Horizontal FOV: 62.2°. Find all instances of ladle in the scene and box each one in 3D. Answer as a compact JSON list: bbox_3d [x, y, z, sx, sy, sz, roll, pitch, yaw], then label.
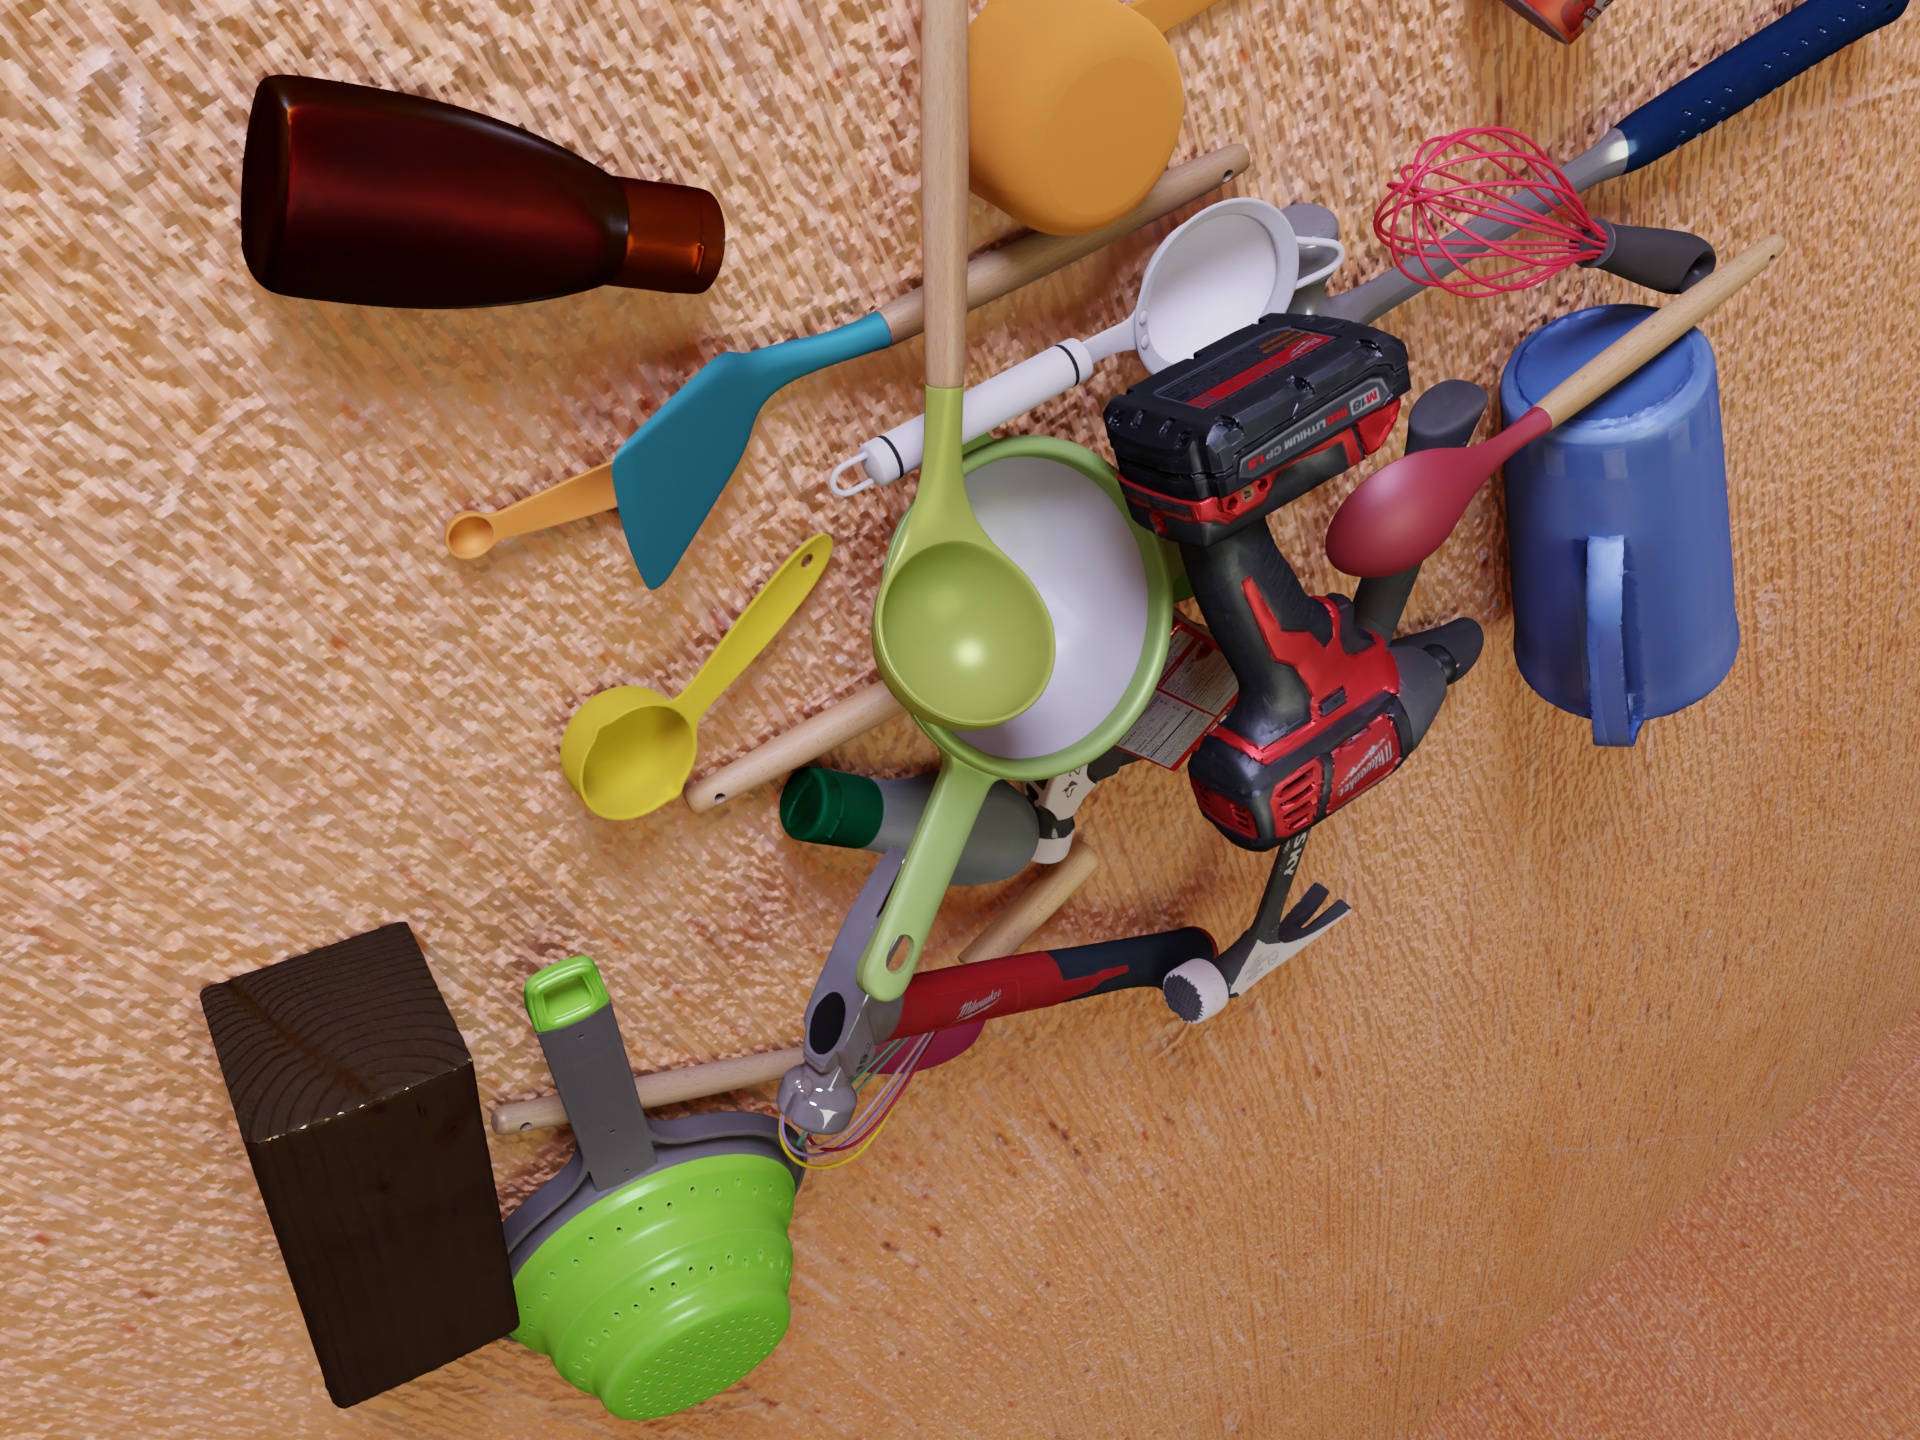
[{"bbox_3d":[0.000,-0.148,0.585,0.078,0.062,0.320,-13,116,-28],"label":"ladle"},{"bbox_3d":[0.308,-0.164,0.799,0.315,0.031,0.069,-36,139,-15],"label":"ladle"}]

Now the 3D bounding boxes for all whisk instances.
[{"bbox_3d":[-0.008,0.161,0.910,0.245,0.047,0.051,-44,155,-13],"label":"whisk"},{"bbox_3d":[0.290,-0.229,0.752,0.295,0.073,0.073,-7,130,-43],"label":"whisk"}]

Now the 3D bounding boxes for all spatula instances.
[{"bbox_3d":[-0.004,-0.160,0.637,0.317,0.044,0.082,-30,153,-16],"label":"spatula"}]

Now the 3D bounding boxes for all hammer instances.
[{"bbox_3d":[0.054,0.133,0.897,0.386,0.038,0.143,3,114,-55],"label":"hammer"},{"bbox_3d":[0.321,-0.277,0.803,0.405,0.035,0.143,-32,139,-12],"label":"hammer"},{"bbox_3d":[0.219,-0.001,0.909,0.149,0.036,0.408,-21,136,-37],"label":"hammer"},{"bbox_3d":[0.183,-0.018,0.926,0.334,0.035,0.146,-14,134,-30],"label":"hammer"}]

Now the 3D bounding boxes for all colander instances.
[{"bbox_3d":[-0.161,0.264,0.827,0.204,0.095,0.396,-22,142,-19],"label":"colander"}]

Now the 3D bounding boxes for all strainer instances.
[{"bbox_3d":[0.052,-0.156,0.671,0.258,0.050,0.086,-31,139,-20],"label":"strainer"},{"bbox_3d":[-0.001,-0.002,0.713,0.151,0.069,0.256,25,84,-30],"label":"strainer"}]

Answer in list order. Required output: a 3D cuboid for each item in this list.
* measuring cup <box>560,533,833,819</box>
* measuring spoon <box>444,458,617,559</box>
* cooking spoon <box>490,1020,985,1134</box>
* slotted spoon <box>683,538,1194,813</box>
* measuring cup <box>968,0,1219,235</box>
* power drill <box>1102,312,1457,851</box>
[{"bbox_3d":[-0.113,-0.026,0.692,0.156,0.029,0.062,-50,141,-8],"label":"measuring cup"},{"bbox_3d":[-0.145,-0.090,0.614,0.117,0.011,0.021,-26,139,-24],"label":"measuring spoon"},{"bbox_3d":[-0.108,0.195,0.893,0.318,0.017,0.068,-3,125,-38],"label":"cooking spoon"},{"bbox_3d":[0.007,-0.035,0.773,0.314,0.031,0.070,-29,131,-13],"label":"slotted spoon"},{"bbox_3d":[0.076,-0.254,0.608,0.173,0.052,0.095,-35,140,-5],"label":"measuring cup"},{"bbox_3d":[0.153,-0.060,0.709,0.143,0.079,0.219,-30,122,-18],"label":"power drill"}]
